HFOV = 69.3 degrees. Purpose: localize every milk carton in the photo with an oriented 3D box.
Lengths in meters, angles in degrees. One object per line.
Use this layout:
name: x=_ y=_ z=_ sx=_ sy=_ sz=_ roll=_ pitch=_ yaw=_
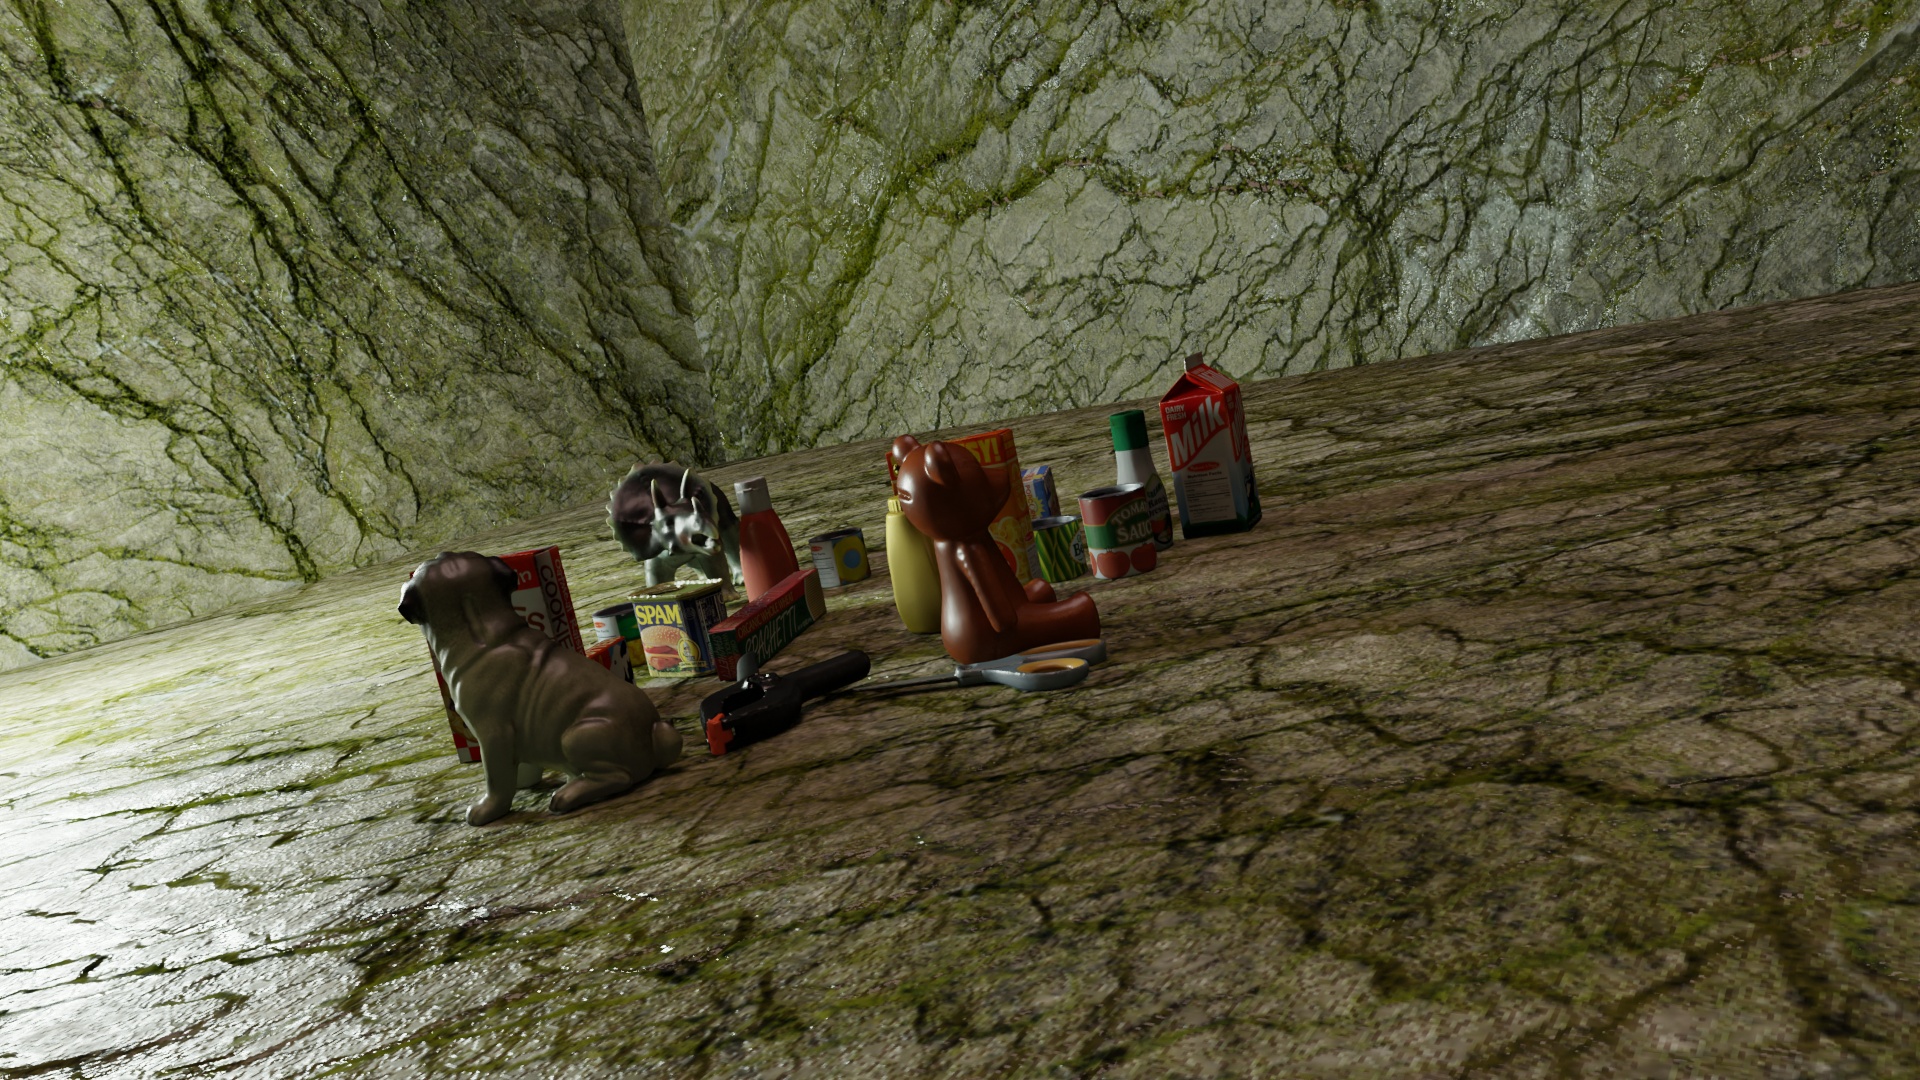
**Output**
milk carton: x=0.264 y=-0.105 z=1.481 sx=0.073 sy=0.190 sz=0.072 roll=-8 pitch=9 yaw=26

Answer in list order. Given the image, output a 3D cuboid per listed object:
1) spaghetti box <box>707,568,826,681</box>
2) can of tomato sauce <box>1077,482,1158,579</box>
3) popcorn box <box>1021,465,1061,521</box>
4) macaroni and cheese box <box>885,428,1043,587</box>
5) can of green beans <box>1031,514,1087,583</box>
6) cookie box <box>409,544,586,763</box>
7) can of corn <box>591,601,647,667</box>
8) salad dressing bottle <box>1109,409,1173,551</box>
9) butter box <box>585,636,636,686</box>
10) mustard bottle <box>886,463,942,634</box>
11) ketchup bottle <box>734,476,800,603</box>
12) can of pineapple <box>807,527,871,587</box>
spaghetti box: x=-0.187 y=0.080 z=1.377 sx=0.028 sy=0.050 sz=0.251 roll=-10 pitch=9 yaw=14
can of tomato sauce: x=0.158 y=-0.010 z=1.374 sx=0.071 sy=0.083 sz=0.071 roll=-12 pitch=9 yaw=2
popcorn box: x=0.091 y=-0.036 z=1.618 sx=0.038 sy=0.085 sz=0.127 roll=-11 pitch=9 yaw=9
macaroni and cheese box: x=0.005 y=-0.017 z=1.354 sx=0.123 sy=0.166 sz=0.040 roll=-9 pitch=9 yaw=20
can of green beans: x=0.093 y=0.009 z=1.423 sx=0.071 sy=0.057 sz=0.071 roll=-12 pitch=9 yaw=2
cookie box: x=-0.378 y=0.095 z=1.158 sx=0.123 sy=0.167 sz=0.040 roll=-9 pitch=9 yaw=17
can of corn: x=-0.342 y=0.097 z=1.448 sx=0.071 sy=0.058 sz=0.071 roll=-12 pitch=9 yaw=2
salad dressing bottle: x=0.186 y=-0.062 z=1.454 sx=0.044 sy=0.147 sz=0.064 roll=-4 pitch=12 yaw=44
butter box: x=-0.334 y=0.127 z=1.267 sx=0.024 sy=0.053 sz=0.104 roll=-9 pitch=9 yaw=18
mustard bottle: x=-0.037 y=0.005 z=1.291 sx=0.065 sy=0.160 sz=0.049 roll=-7 pitch=10 yaw=30
ketchup bottle: x=-0.225 y=0.002 z=1.591 sx=0.065 sy=0.148 sz=0.043 roll=-11 pitch=9 yaw=8
can of pineapple: x=-0.143 y=0.020 z=1.665 sx=0.071 sy=0.057 sz=0.071 roll=-12 pitch=9 yaw=2
